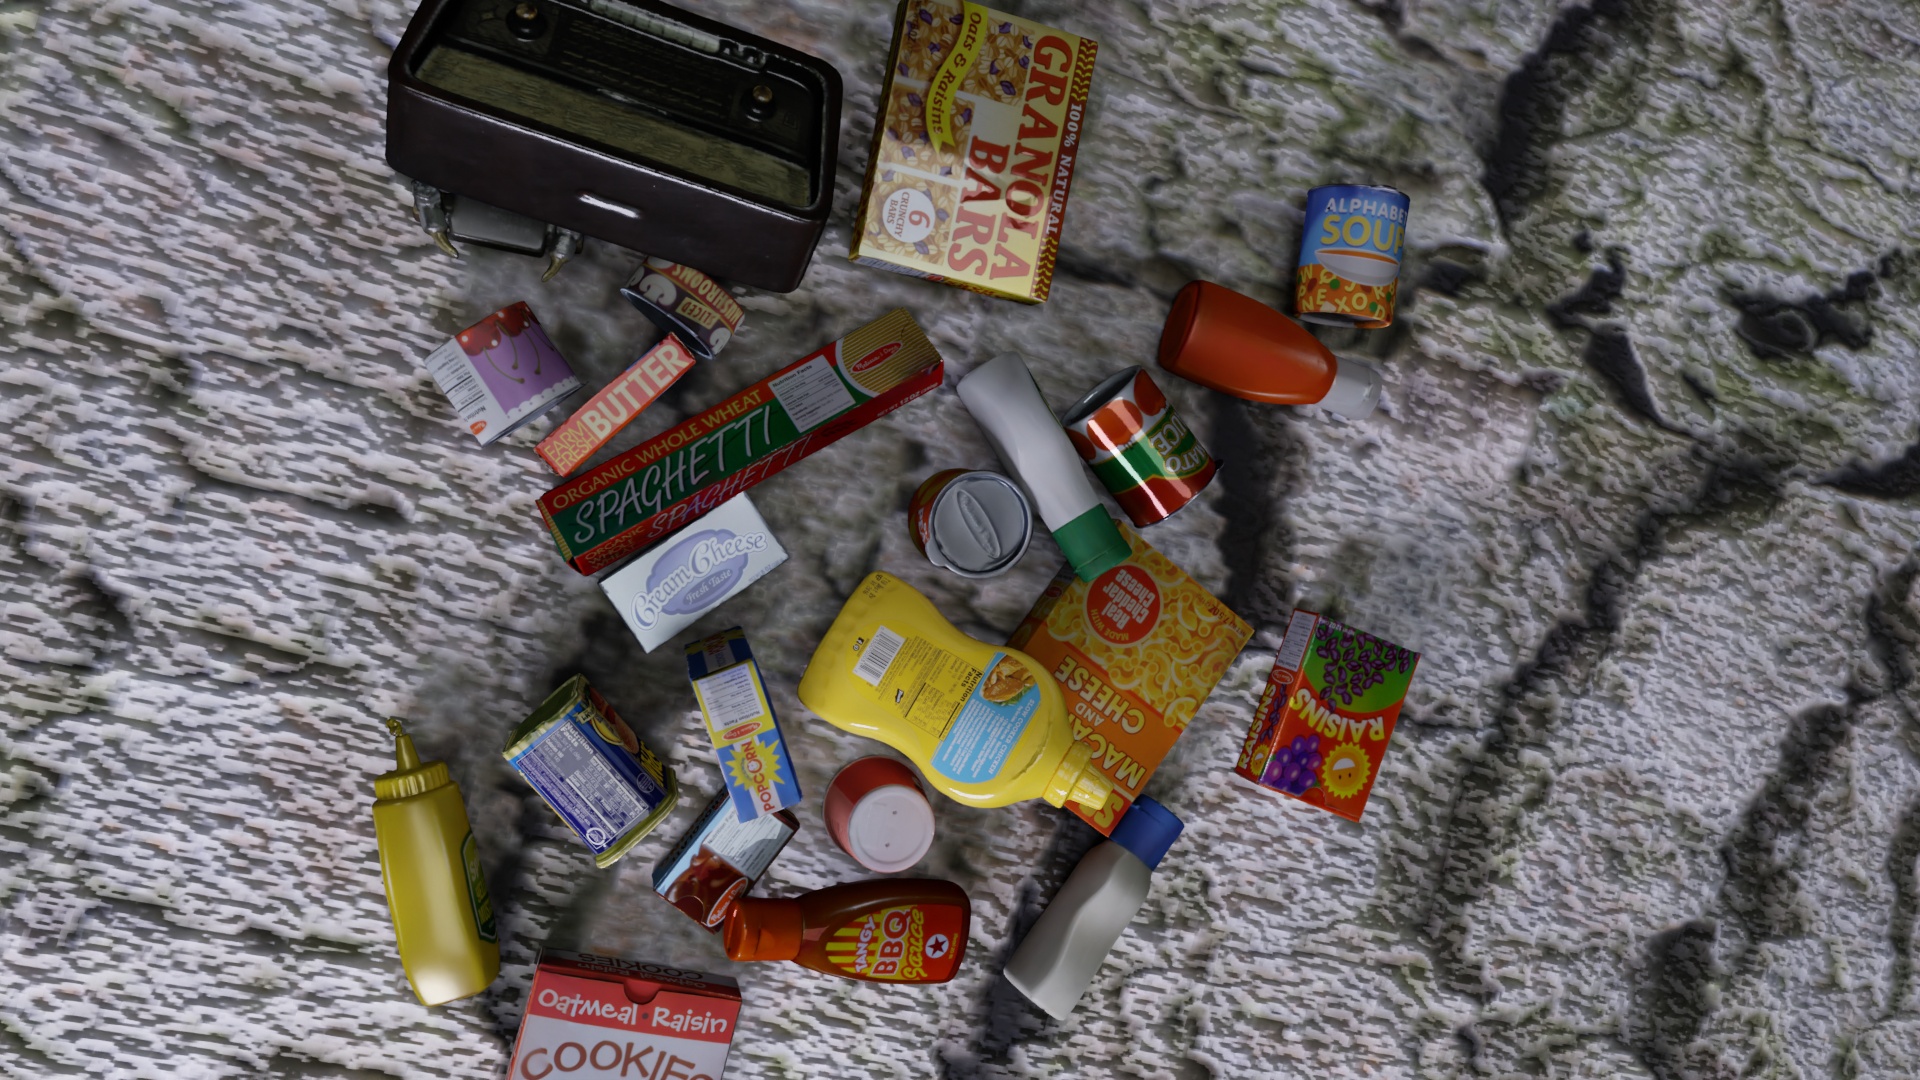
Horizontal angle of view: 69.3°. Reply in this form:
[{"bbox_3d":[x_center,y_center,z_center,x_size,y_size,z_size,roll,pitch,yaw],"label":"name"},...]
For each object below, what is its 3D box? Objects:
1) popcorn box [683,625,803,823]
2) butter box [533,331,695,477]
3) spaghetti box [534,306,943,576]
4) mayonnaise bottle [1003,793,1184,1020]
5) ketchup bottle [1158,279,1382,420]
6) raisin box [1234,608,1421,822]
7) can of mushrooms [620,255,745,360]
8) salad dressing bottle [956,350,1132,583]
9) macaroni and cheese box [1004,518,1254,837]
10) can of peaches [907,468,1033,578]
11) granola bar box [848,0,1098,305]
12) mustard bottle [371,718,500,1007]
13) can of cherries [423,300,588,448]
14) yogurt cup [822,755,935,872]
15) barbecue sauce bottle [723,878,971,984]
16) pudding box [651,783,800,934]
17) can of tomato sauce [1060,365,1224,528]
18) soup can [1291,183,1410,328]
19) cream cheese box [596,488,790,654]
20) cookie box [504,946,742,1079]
[{"bbox_3d":[-0.126,0.102,0.798,0.038,0.127,0.085,-20,99,-10],"label":"popcorn box"},{"bbox_3d":[-0.199,-0.078,0.804,0.103,0.053,0.024,-43,101,-9],"label":"butter box"},{"bbox_3d":[-0.128,-0.061,0.827,0.251,0.028,0.050,-30,67,-12],"label":"spaghetti box"},{"bbox_3d":[0.089,0.235,0.901,0.041,0.064,0.148,41,79,-13],"label":"mayonnaise bottle"},{"bbox_3d":[0.208,-0.119,0.921,0.149,0.043,0.064,18,90,-16],"label":"ketchup bottle"},{"bbox_3d":[0.251,0.119,0.949,0.086,0.040,0.123,22,88,-17],"label":"raisin box"},{"bbox_3d":[-0.159,-0.137,0.803,0.071,0.071,0.033,38,82,-15],"label":"can of mushrooms"},{"bbox_3d":[0.053,-0.045,0.861,0.044,0.064,0.147,-30,87,-11],"label":"salad dressing bottle"},{"bbox_3d":[0.093,0.088,0.903,0.123,0.040,0.166,38,83,-13],"label":"macaroni and cheese box"},{"bbox_3d":[0.003,-0.011,0.863,0.071,0.058,0.071,-1,95,-15],"label":"can of peaches"},{"bbox_3d":[0.008,-0.240,0.860,0.124,0.039,0.165,11,90,-15],"label":"granola bar box"},{"bbox_3d":[-0.301,0.178,0.787,0.049,0.065,0.160,-13,93,-10],"label":"mustard bottle"},{"bbox_3d":[-0.255,-0.095,0.783,0.071,0.071,0.058,-35,101,-11],"label":"can of cherries"},{"bbox_3d":[-0.048,0.172,0.861,0.072,0.054,0.072,-1,93,-15],"label":"yogurt cup"},{"bbox_3d":[-0.069,0.239,0.851,0.149,0.044,0.064,9,98,-27],"label":"barbecue sauce bottle"},{"bbox_3d":[-0.144,0.190,0.848,0.049,0.030,0.084,40,83,-15],"label":"pudding box"},{"bbox_3d":[0.114,-0.061,0.885,0.071,0.071,0.083,-42,103,-9],"label":"can of tomato sauce"},{"bbox_3d":[0.258,-0.187,0.916,0.071,0.071,0.083,7,92,-16],"label":"soup can"},{"bbox_3d":[-0.161,0.018,0.836,0.104,0.024,0.053,-35,100,-11],"label":"cream cheese box"},{"bbox_3d":[-0.212,0.339,0.832,0.123,0.040,0.167,15,89,-16],"label":"cookie box"}]
